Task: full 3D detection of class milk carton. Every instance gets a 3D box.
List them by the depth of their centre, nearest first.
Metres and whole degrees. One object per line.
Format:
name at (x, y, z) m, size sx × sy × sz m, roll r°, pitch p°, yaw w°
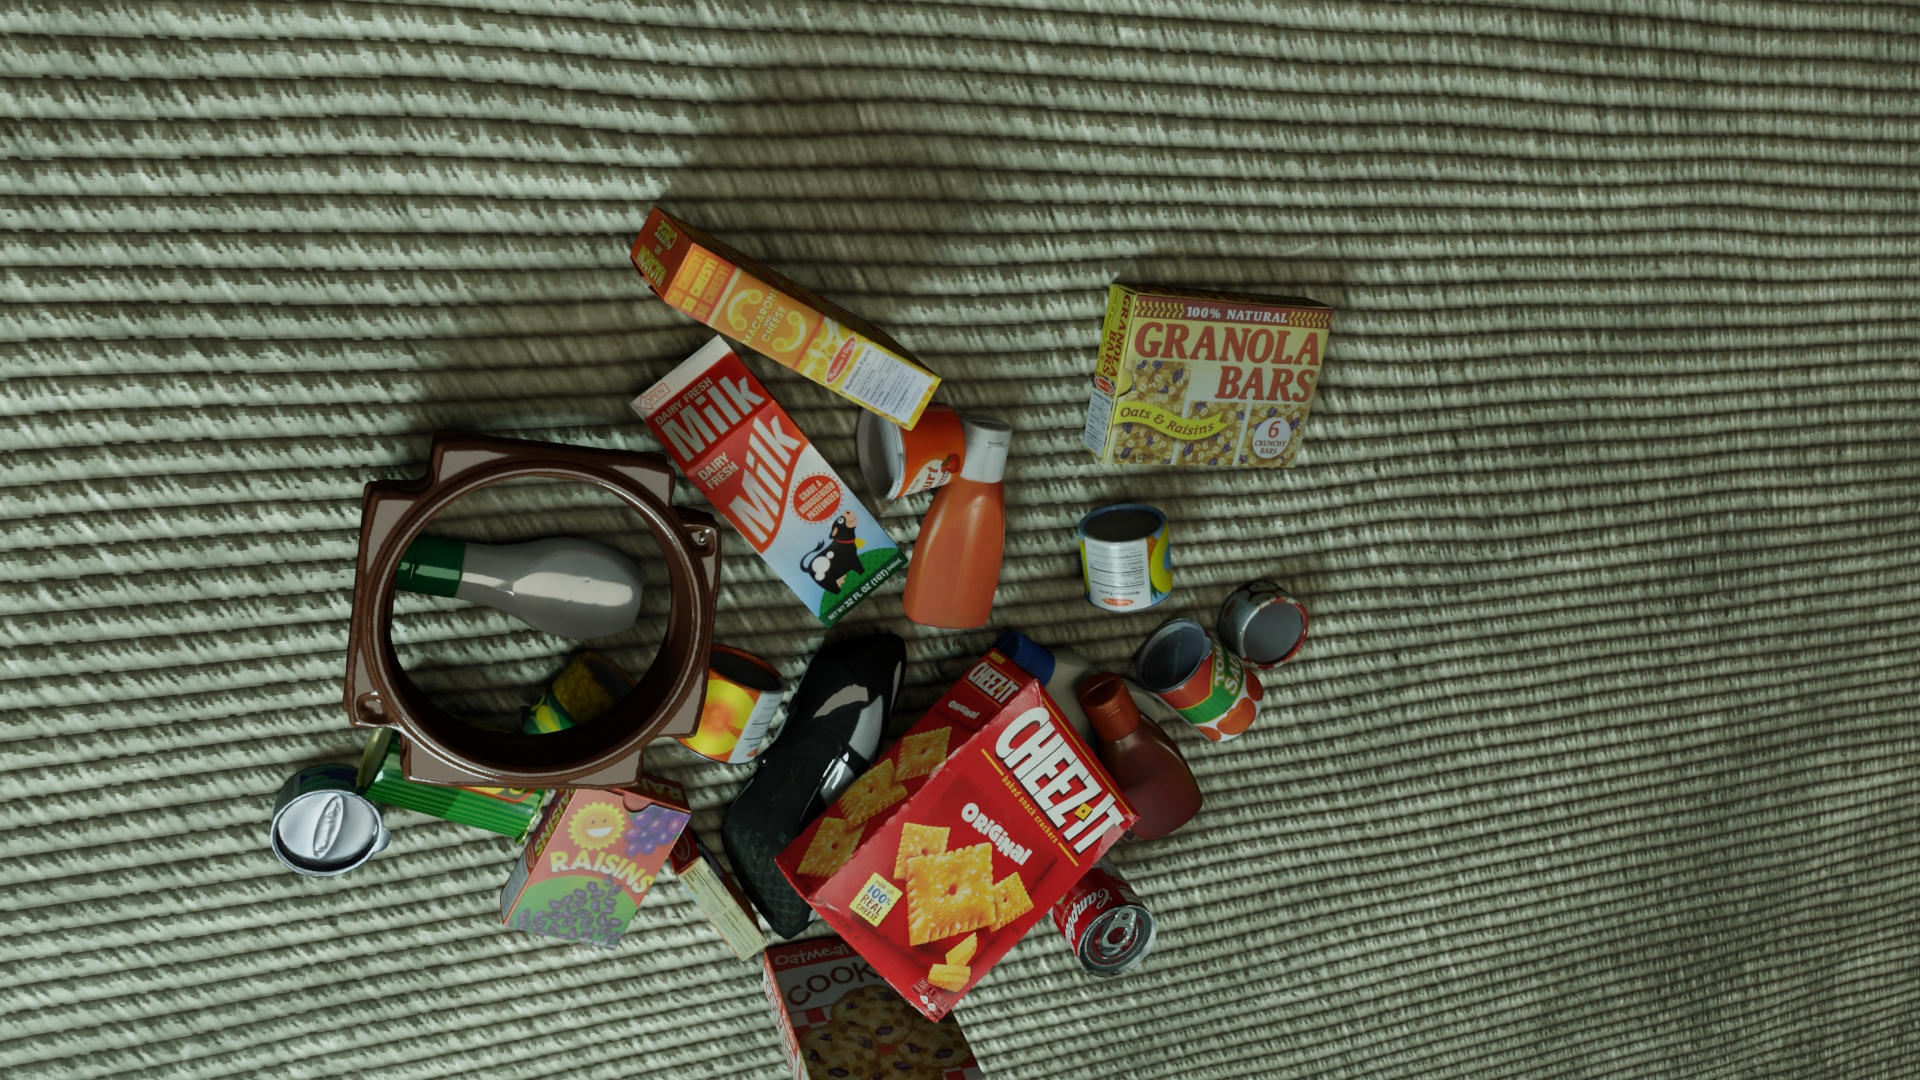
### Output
milk carton at (-0.123, -0.040, 0.890) m, size 0.072 × 0.073 × 0.190 m, roll -39°, pitch 121°, yaw -2°

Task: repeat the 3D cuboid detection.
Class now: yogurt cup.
yogurt cup at (-0.032, -0.062, 0.924) m, size 0.054 × 0.072 × 0.072 m, roll -9°, pitch 116°, yaw -27°

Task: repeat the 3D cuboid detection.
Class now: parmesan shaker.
parmesan shaker at (-0.324, 0.148, 0.891) m, size 0.103 × 0.071 × 0.071 m, roll 24°, pitch 102°, yaw -30°

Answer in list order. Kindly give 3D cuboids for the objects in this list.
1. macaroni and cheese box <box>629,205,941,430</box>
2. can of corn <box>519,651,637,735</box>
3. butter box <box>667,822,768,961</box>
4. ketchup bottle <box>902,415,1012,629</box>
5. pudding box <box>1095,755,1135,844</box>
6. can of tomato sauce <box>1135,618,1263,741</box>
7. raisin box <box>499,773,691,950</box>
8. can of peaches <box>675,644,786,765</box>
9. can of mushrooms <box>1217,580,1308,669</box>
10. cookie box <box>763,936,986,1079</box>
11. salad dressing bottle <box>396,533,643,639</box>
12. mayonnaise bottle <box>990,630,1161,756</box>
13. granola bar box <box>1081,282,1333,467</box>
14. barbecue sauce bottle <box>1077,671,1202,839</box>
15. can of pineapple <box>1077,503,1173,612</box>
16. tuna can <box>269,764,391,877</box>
macaroni and cheese box at (-0.107, -0.132, 0.825) m, size 0.166 × 0.124 × 0.040 m, roll 25°, pitch 101°, yaw -29°
can of corn at (-0.245, 0.113, 0.913) m, size 0.058 × 0.071 × 0.071 m, roll -47°, pitch 121°, yaw 2°
butter box at (-0.179, 0.255, 1.011) m, size 0.024 × 0.053 × 0.103 m, roll -33°, pitch 122°, yaw -9°
ketchup bottle at (0.003, -0.012, 0.972) m, size 0.065 × 0.043 × 0.148 m, roll 4°, pitch 111°, yaw -25°
pudding box at (0.117, 0.206, 1.126) m, size 0.083 × 0.030 × 0.049 m, roll 34°, pitch 96°, yaw -31°
can of tomato sauce at (0.190, 0.110, 1.091) m, size 0.071 × 0.071 × 0.083 m, roll -48°, pitch 122°, yaw 3°
raisin box at (-0.255, 0.219, 0.971) m, size 0.086 × 0.040 × 0.123 m, roll 25°, pitch 101°, yaw -29°
can of peaches at (-0.161, 0.110, 0.946) m, size 0.071 × 0.071 × 0.058 m, roll 20°, pitch 104°, yaw -29°
can of mushrooms at (0.246, 0.068, 1.116) m, size 0.071 × 0.033 × 0.070 m, roll -9°, pitch 115°, yaw -19°
cookie box at (-0.069, 0.365, 1.039) m, size 0.123 × 0.168 × 0.040 m, roll -3°, pitch 117°, yaw -22°
salad dressing bottle at (-0.277, 0.024, 0.872) m, size 0.148 × 0.044 × 0.064 m, roll 12°, pitch 102°, yaw -25°
mayonnaise bottle at (0.085, 0.116, 1.067) m, size 0.148 × 0.041 × 0.064 m, roll 33°, pitch 100°, yaw -30°
granola bar box at (0.178, -0.117, 1.001) m, size 0.166 × 0.039 × 0.123 m, roll 0°, pitch 112°, yaw -23°
barbecue sauce bottle at (0.132, 0.162, 1.056) m, size 0.065 × 0.044 × 0.148 m, roll -30°, pitch 123°, yaw -1°
can of pineapple at (0.122, 0.011, 1.021) m, size 0.071 × 0.071 × 0.057 m, roll -16°, pitch 118°, yaw -15°
tuna can at (-0.404, 0.180, 0.894) m, size 0.071 × 0.033 × 0.070 m, roll -9°, pitch 116°, yaw -19°
